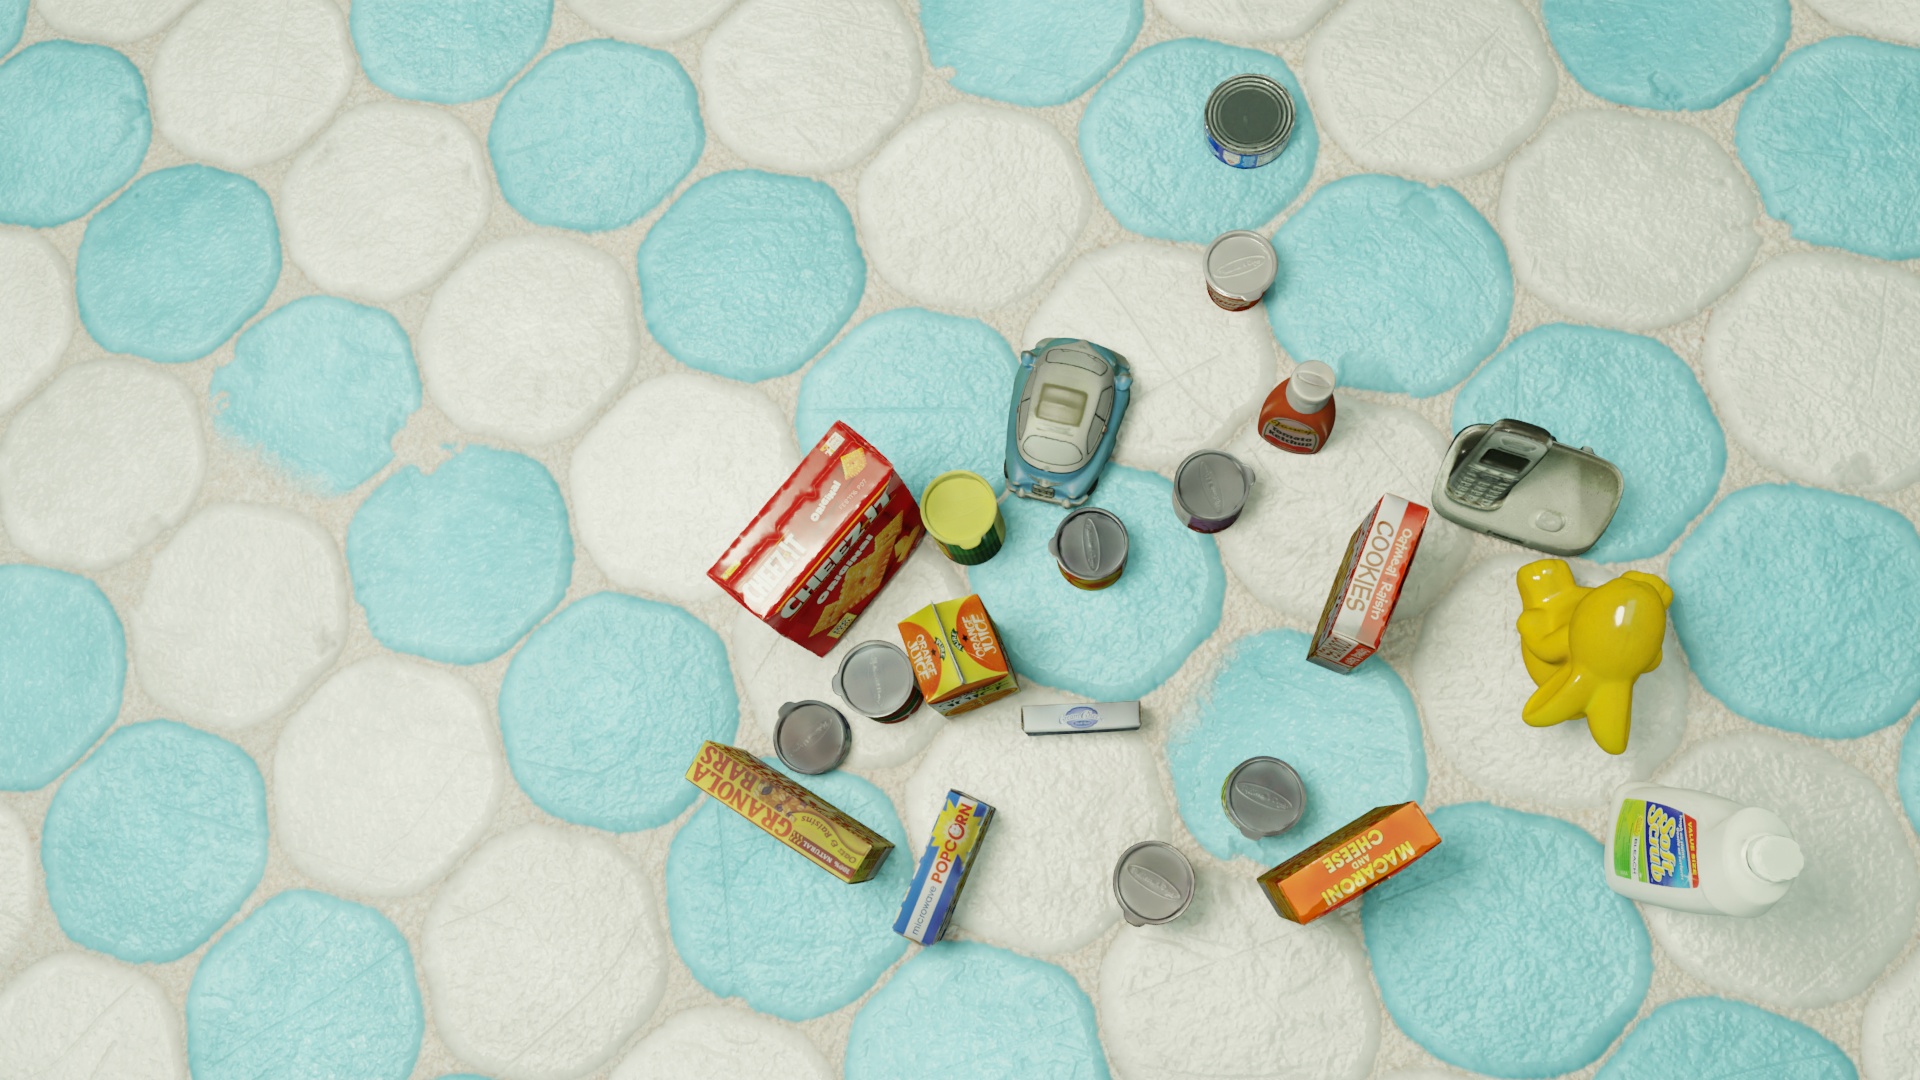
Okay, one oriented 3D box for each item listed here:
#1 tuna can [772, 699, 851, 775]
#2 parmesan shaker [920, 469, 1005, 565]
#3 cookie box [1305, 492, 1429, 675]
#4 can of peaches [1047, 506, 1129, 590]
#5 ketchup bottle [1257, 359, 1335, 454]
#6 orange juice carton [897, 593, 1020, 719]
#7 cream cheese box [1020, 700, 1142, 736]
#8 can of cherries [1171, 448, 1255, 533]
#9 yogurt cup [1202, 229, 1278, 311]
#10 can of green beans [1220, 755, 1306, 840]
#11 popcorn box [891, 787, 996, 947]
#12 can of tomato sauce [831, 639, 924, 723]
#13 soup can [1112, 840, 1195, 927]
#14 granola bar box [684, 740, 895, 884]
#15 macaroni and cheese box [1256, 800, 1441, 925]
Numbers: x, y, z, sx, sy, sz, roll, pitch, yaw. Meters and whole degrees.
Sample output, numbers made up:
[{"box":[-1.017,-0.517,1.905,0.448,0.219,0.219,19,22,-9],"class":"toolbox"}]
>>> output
[{"box":[-0.134,0.175,1.245,0.071,0.032,0.071,-1,77,6],"class":"tuna can"},{"box":[0.004,-0.016,1.238,0.071,0.103,0.071,-1,77,6],"class":"parmesan shaker"},{"box":[0.336,0.040,1.156,0.040,0.167,0.123,21,81,10],"class":"cookie box"},{"box":[0.115,0.008,1.243,0.071,0.058,0.071,-1,77,6],"class":"can of peaches"},{"box":[0.297,-0.117,1.206,0.065,0.148,0.043,20,81,10],"class":"ketchup bottle"},{"box":[-0.001,0.097,1.166,0.073,0.192,0.072,-21,76,1],"class":"orange juice carton"},{"box":[0.106,0.156,1.213,0.104,0.053,0.024,-4,77,5],"class":"cream cheese box"},{"box":[0.226,-0.043,1.243,0.071,0.058,0.071,-1,77,6],"class":"can of cherries"},{"box":[0.258,-0.247,1.289,0.072,0.054,0.072,-1,77,6],"class":"yogurt cup"},{"box":[0.256,0.218,1.180,0.071,0.057,0.071,-1,77,6],"class":"can of green beans"},{"box":[-0.013,0.278,1.181,0.038,0.085,0.127,21,80,10],"class":"popcorn box"},{"box":[-0.070,0.127,1.223,0.071,0.083,0.071,-1,77,6],"class":"can of tomato sauce"},{"box":[0.159,0.287,1.161,0.071,0.083,0.071,-1,77,6],"class":"soup can"},{"box":[-0.143,0.233,1.186,0.166,0.124,0.039,30,83,12],"class":"granola bar box"},{"box":[0.306,0.257,1.109,0.124,0.166,0.040,-31,76,-1],"class":"macaroni and cheese box"}]
